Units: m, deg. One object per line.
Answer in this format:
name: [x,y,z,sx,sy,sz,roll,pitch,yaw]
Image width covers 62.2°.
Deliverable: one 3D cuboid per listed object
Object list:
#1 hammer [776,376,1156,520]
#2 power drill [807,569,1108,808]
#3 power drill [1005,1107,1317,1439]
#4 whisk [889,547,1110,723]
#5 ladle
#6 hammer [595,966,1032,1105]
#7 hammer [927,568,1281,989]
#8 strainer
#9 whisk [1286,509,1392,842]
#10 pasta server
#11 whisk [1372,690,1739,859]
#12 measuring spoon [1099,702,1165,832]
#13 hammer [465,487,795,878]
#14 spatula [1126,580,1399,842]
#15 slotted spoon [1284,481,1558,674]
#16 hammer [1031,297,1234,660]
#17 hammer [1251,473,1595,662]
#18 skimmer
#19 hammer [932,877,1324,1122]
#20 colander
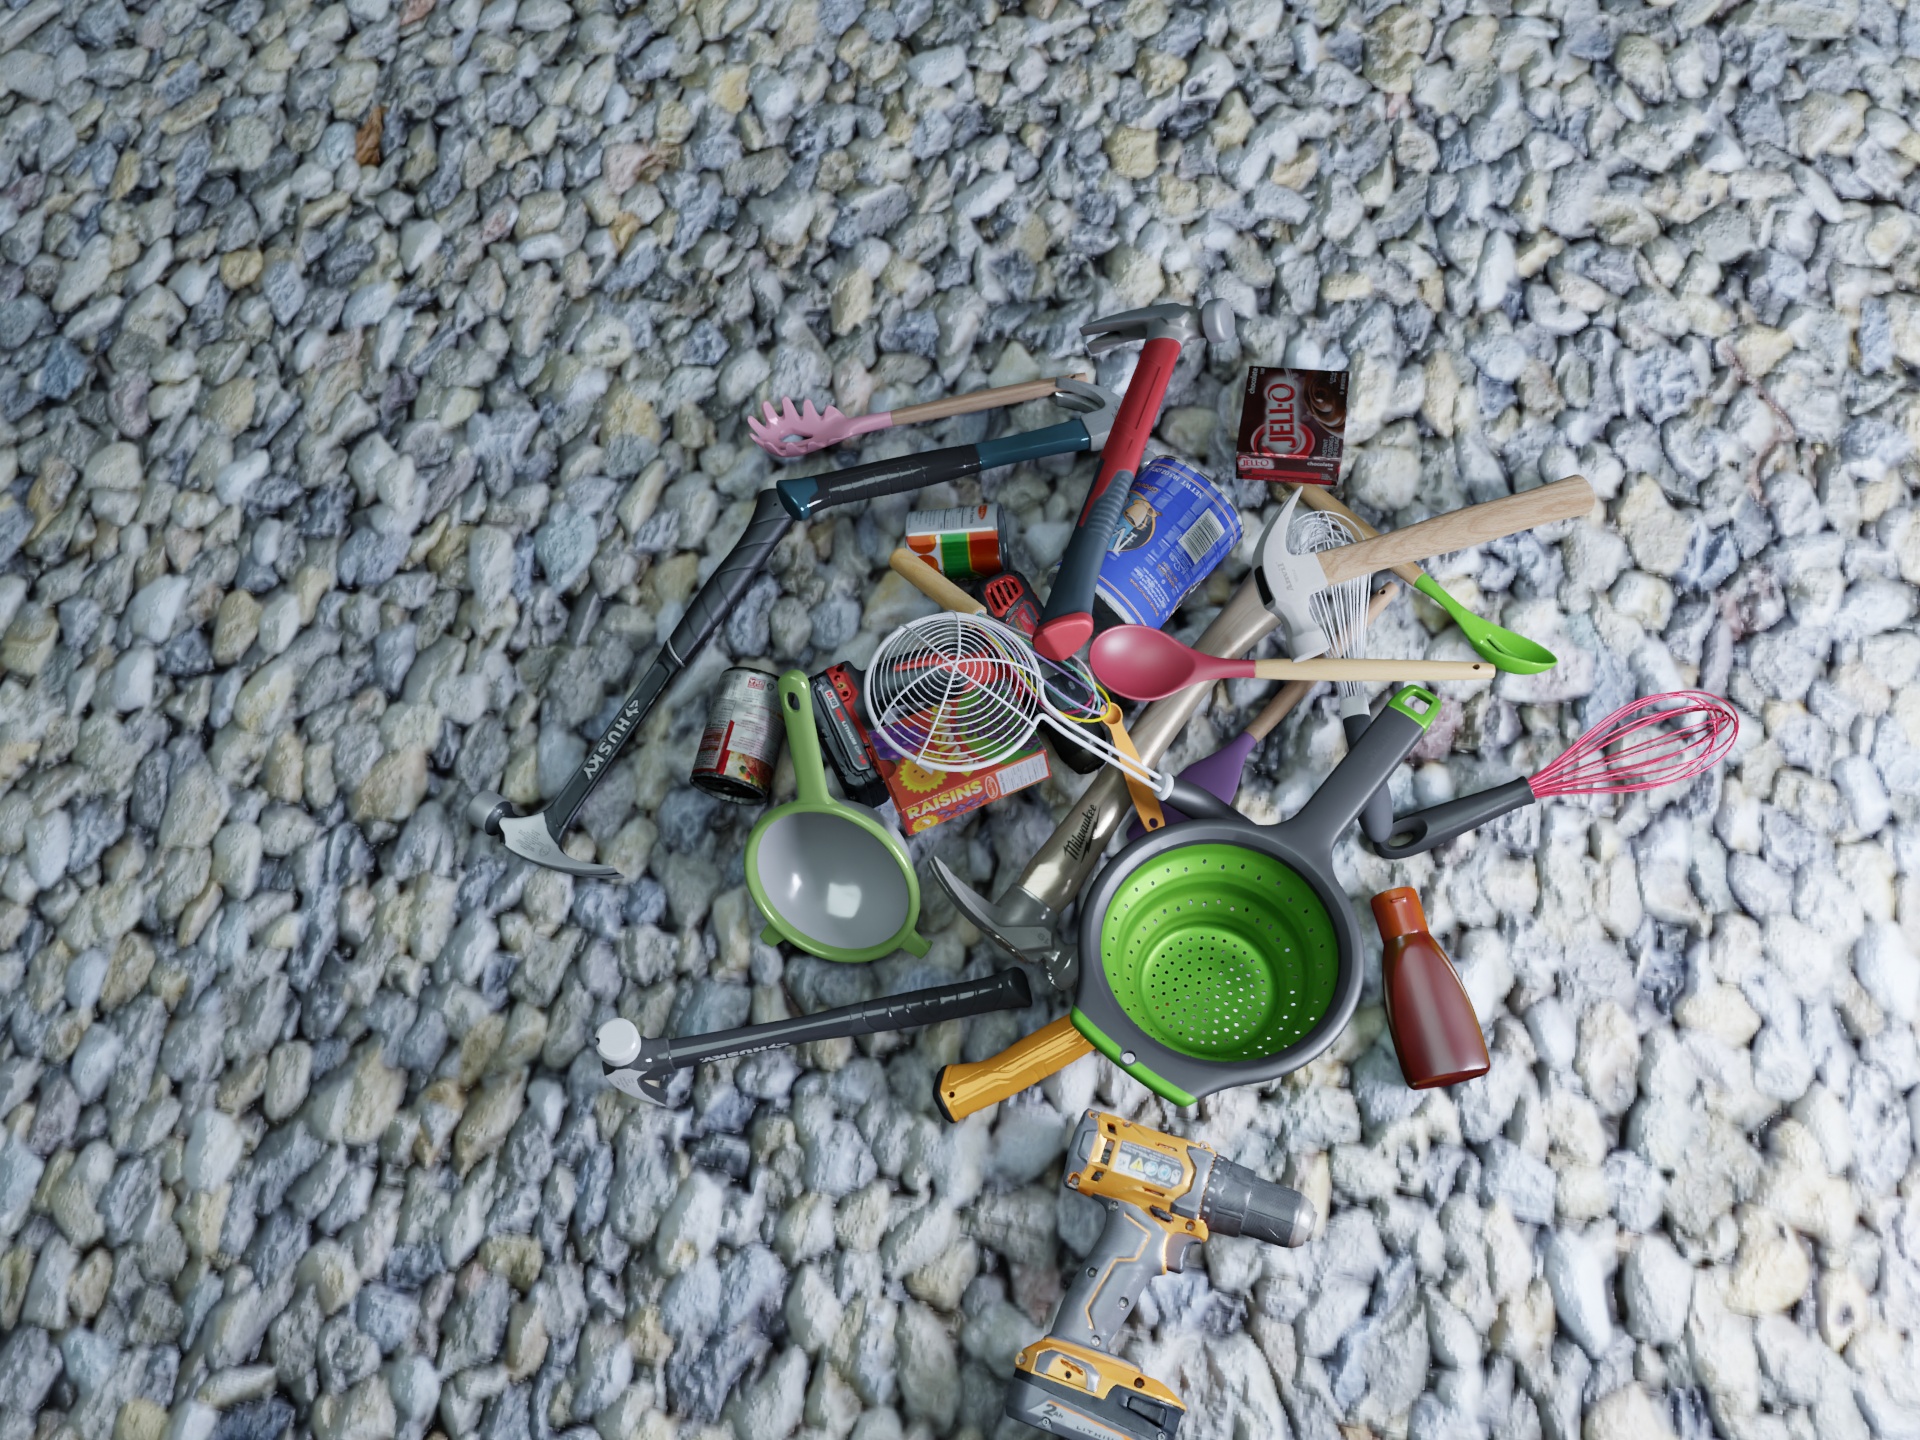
hammer: [0.002,-0.230,1.411,0.331,0.033,0.128,-14,55,-8]
power drill: [-0.002,-0.004,1.335,0.226,0.080,0.188,-26,74,-7]
power drill: [0.144,0.412,1.144,0.185,0.084,0.226,15,67,13]
whisk: [0.026,-0.071,1.288,0.047,0.051,0.245,-44,61,-12]
ladle: [0.260,-0.042,1.261,0.315,0.031,0.069,1,64,8]
hammer: [-0.107,0.240,1.242,0.334,0.146,0.035,-10,63,-7]
hammer: [0.144,0.013,1.294,0.146,0.038,0.411,38,71,-1]
strainer: [-0.102,0.069,1.265,0.151,0.256,0.069,1,26,21]
whisk: [0.313,-0.040,1.291,0.070,0.070,0.285,-8,73,6]
pasta server: [-0.039,-0.291,1.476,0.316,0.040,0.060,-11,56,4]
whisk: [0.466,0.048,1.251,0.296,0.073,0.073,-22,67,7]
measuring spoon: [0.136,0.041,1.262,0.021,0.011,0.117,-18,82,-24]
hammer: [-0.260,-0.043,1.413,0.149,0.036,0.409,29,75,17]
spatula: [0.259,-0.003,1.321,0.316,0.018,0.060,-46,52,-10]
slotted spoon: [0.371,-0.135,1.349,0.070,0.031,0.314,-14,51,-47]
hammer: [0.117,-0.208,1.327,0.143,0.038,0.387,-1,52,33]
hammer: [0.381,-0.151,1.294,0.331,0.031,0.130,-17,80,-21]
skimmer: [0.092,0.031,1.209,0.090,0.363,0.127,-19,51,46]
hammer: [0.135,0.230,1.241,0.337,0.034,0.127,-27,66,-2]
colander: [0.240,0.128,1.204,0.205,0.094,0.397,35,66,21]
